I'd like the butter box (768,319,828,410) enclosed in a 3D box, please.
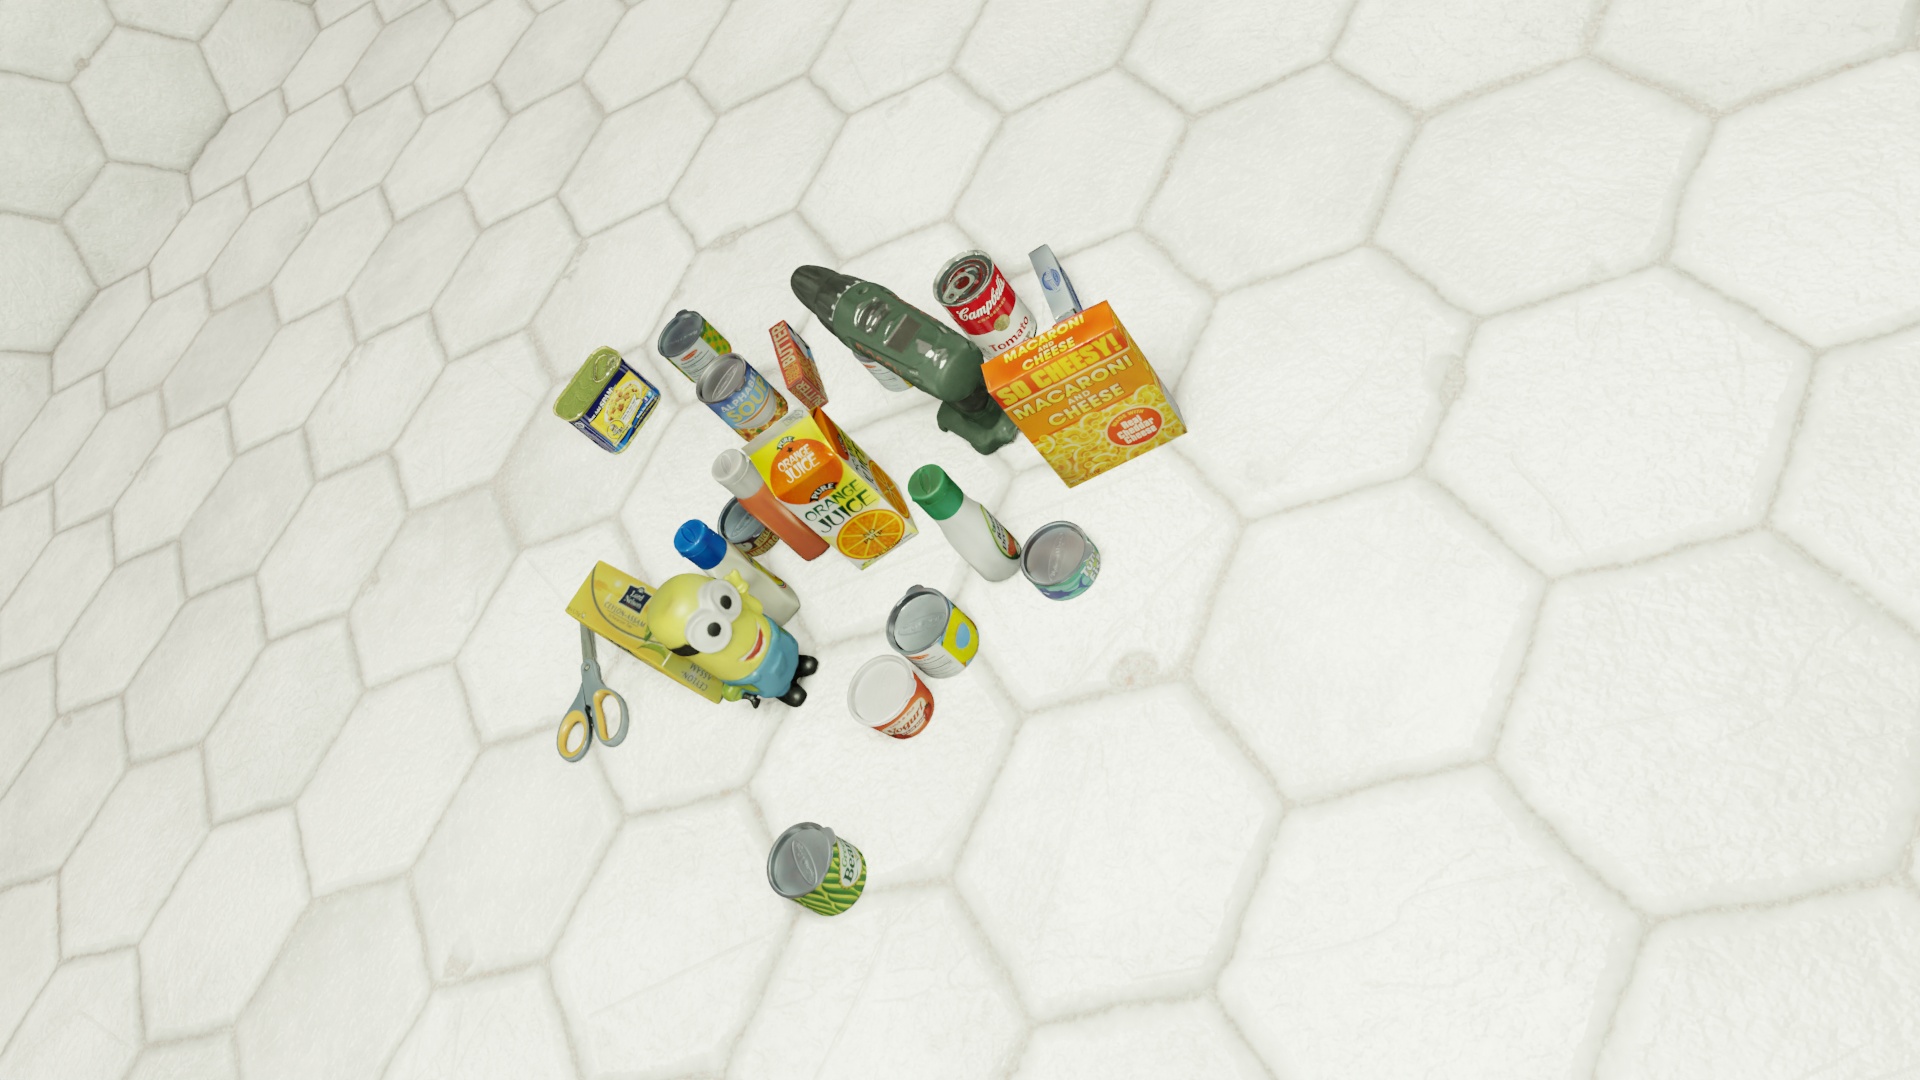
[{"bbox_3d":[-0.179,-0.192,1.530,0.024,0.053,0.104,-32,49,12],"label":"butter box"}]

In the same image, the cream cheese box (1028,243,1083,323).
[{"bbox_3d":[0.101,-0.244,1.386,0.024,0.053,0.104,-29,50,15],"label":"cream cheese box"}]

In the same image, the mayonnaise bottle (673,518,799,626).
[{"bbox_3d":[-0.218,0.029,1.348,0.041,0.147,0.065,-48,48,-2],"label":"mayonnaise bottle"}]

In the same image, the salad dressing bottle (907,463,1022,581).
[{"bbox_3d":[0.004,-0.015,1.236,0.044,0.147,0.064,-29,50,14],"label":"salad dressing bottle"}]

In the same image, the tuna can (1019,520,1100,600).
[{"bbox_3d":[0.091,0.018,1.236,0.071,0.032,0.071,-16,54,23],"label":"tuna can"}]

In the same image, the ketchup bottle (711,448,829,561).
[{"bbox_3d":[-0.187,-0.039,1.371,0.043,0.148,0.065,-35,49,9],"label":"ketchup bottle"}]

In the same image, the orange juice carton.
[{"bbox_3d":[-0.125,-0.057,1.315,0.071,0.192,0.073,-34,49,10],"label":"orange juice carton"}]

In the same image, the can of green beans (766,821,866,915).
[{"bbox_3d":[-0.122,0.281,1.185,0.071,0.057,0.071,-16,54,24],"label":"can of green beans"}]

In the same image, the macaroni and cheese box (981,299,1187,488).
[{"bbox_3d":[0.111,-0.126,1.227,0.123,0.166,0.040,-26,51,16],"label":"macaroni and cheese box"}]

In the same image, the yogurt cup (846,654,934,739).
[{"bbox_3d":[-0.060,0.142,1.237,0.072,0.054,0.073,-16,54,24],"label":"yogurt cup"}]

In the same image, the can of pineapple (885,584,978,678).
[{"bbox_3d":[-0.024,0.082,1.251,0.071,0.057,0.071,-16,54,24],"label":"can of pineapple"}]

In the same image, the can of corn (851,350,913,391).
[{"bbox_3d":[-0.070,-0.201,1.463,0.071,0.058,0.071,-16,54,24],"label":"can of corn"}]

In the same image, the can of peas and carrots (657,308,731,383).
[{"bbox_3d":[-0.313,-0.229,1.635,0.071,0.058,0.071,-16,54,24],"label":"can of peas and carrots"}]

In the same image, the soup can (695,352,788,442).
[{"bbox_3d":[-0.237,-0.155,1.522,0.071,0.083,0.072,-16,54,24],"label":"soup can"}]

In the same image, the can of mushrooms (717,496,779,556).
[{"bbox_3d":[-0.218,-0.017,1.455,0.071,0.033,0.071,-16,54,23],"label":"can of mushrooms"}]
